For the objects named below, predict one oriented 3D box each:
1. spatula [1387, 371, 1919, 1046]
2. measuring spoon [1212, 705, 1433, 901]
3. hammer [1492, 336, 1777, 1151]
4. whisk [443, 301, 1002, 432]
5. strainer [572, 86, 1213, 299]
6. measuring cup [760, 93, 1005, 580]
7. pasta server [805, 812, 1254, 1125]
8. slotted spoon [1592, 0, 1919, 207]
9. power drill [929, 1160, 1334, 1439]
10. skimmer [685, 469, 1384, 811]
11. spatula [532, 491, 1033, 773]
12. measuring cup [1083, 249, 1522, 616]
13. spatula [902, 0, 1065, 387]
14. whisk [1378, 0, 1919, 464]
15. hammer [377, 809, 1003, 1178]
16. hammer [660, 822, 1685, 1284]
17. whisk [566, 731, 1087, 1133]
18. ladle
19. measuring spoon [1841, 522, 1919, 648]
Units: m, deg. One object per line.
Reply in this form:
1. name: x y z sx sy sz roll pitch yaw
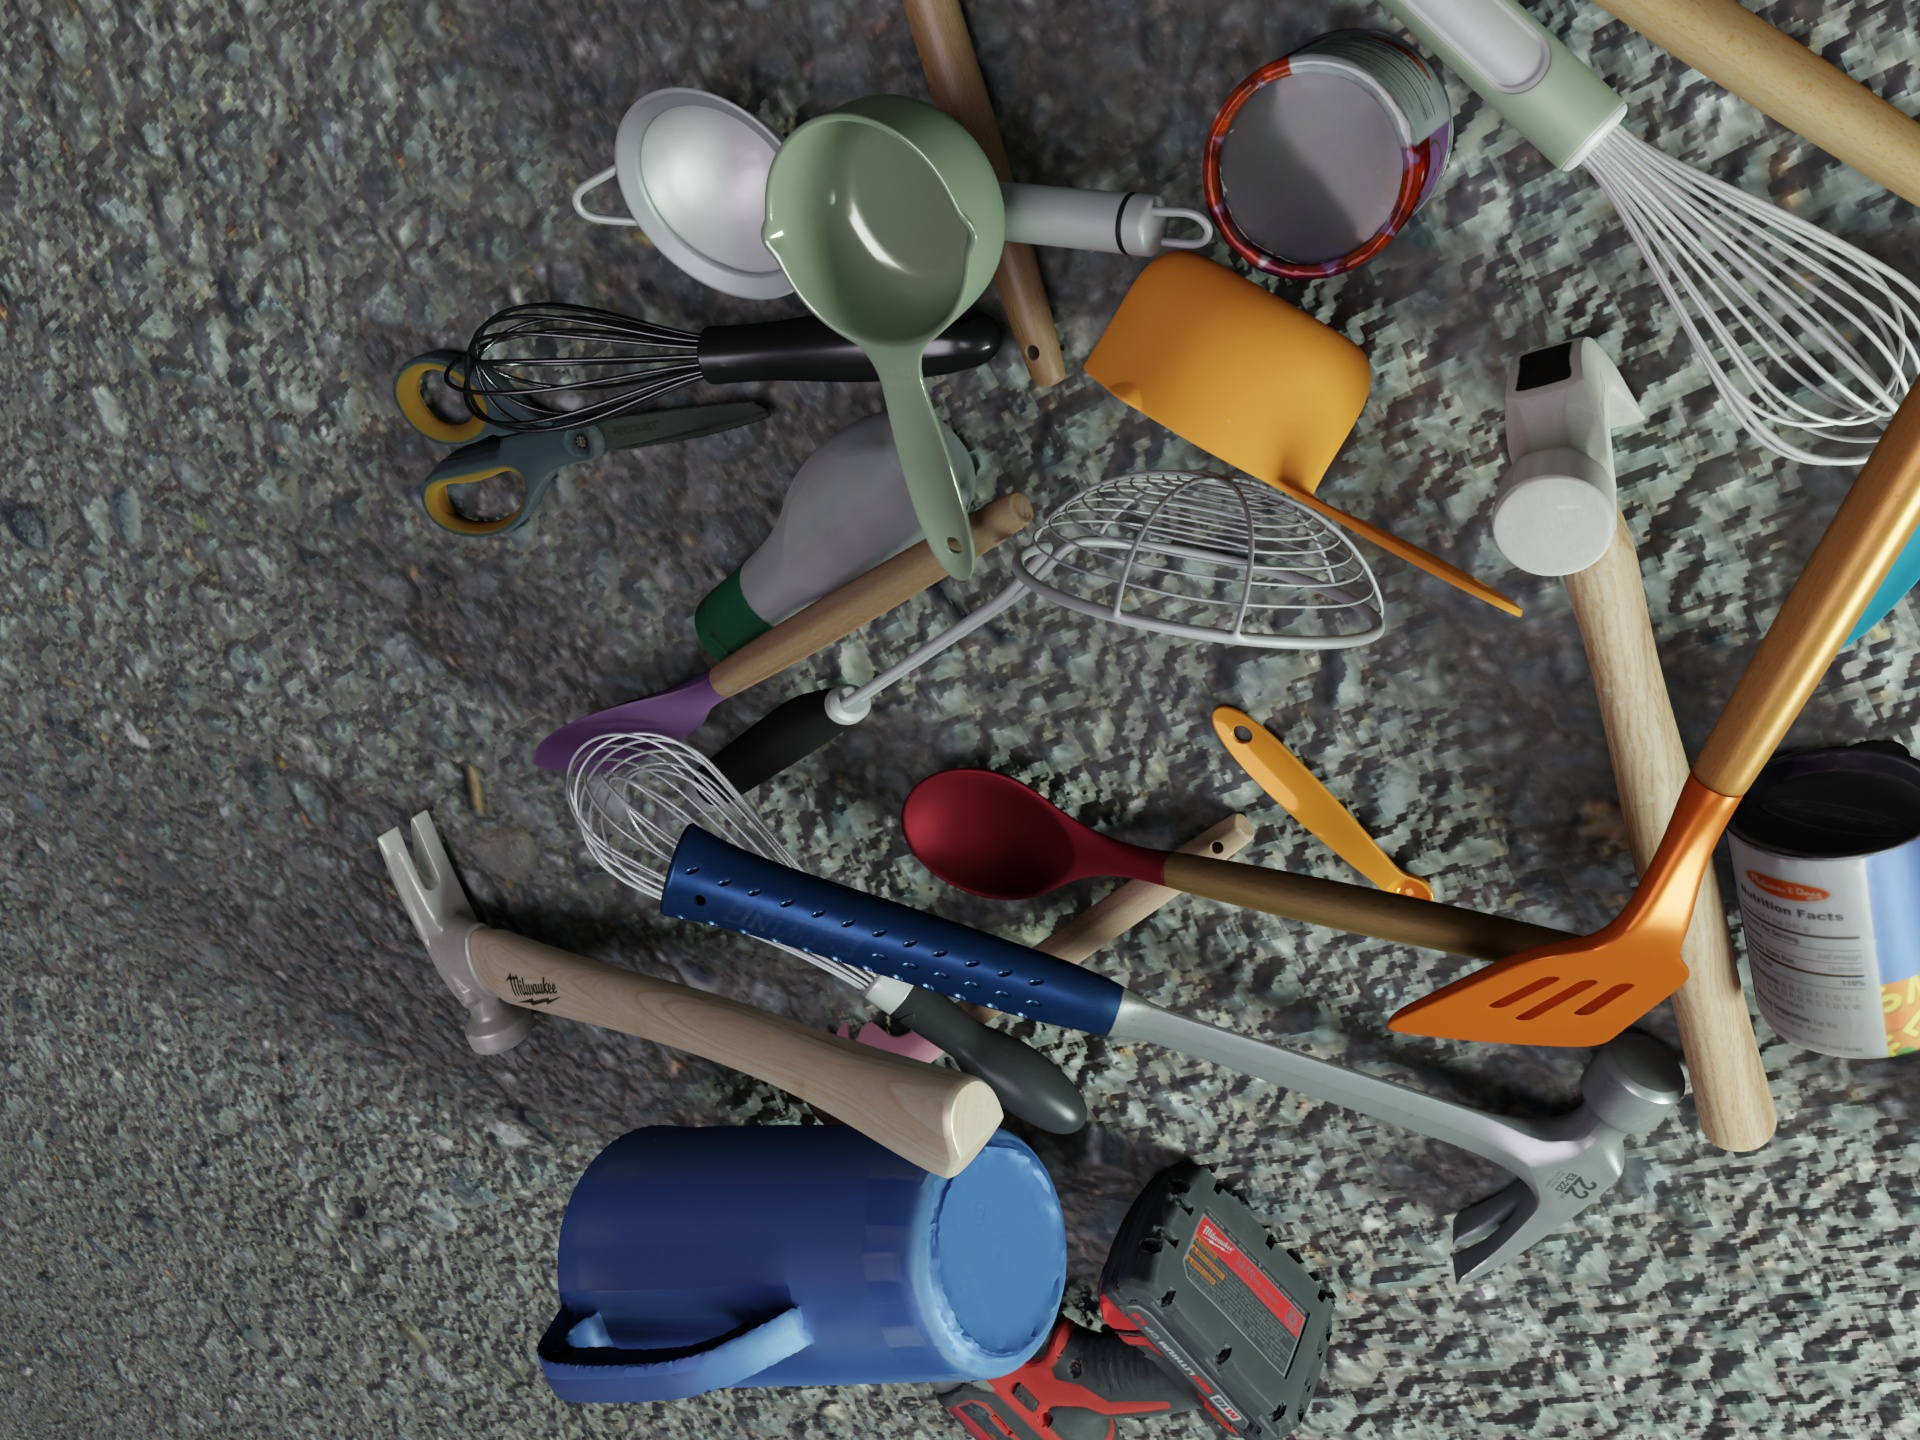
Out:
1. spatula: 0.212 -0.009 0.432 0.081 0.041 0.322 7 125 -12
2. measuring spoon: 0.146 0.035 0.639 0.117 0.011 0.021 44 129 2
3. hammer: 0.234 0.024 0.533 0.031 0.130 0.331 -9 124 29
4. whisk: -0.098 -0.144 0.628 0.239 0.055 0.055 1 119 19
5. strainer: -0.029 -0.182 0.556 0.258 0.050 0.086 16 145 30
6. measuring cup: -0.011 -0.126 0.536 0.083 0.038 0.167 9 132 32
7. pasta server: 0.020 0.124 0.749 0.060 0.040 0.316 46 124 -4
8. slotted spoon: 0.178 -0.219 0.449 0.314 0.070 0.031 33 173 0
9. power drill: 0.052 0.303 0.809 0.188 0.080 0.226 46 131 -4
10. skimmer: -0.001 -0.002 0.639 0.363 0.127 0.090 -29 77 44
11. spatula: -0.087 -0.026 0.668 0.316 0.059 0.018 -25 65 41
12. measuring cup: 0.116 -0.094 0.499 0.174 0.095 0.052 41 110 36
13. spatula: -0.024 -0.258 0.528 0.082 0.044 0.317 -4 118 36
14. whisk: 0.192 -0.166 0.469 0.246 0.059 0.058 45 112 3
15. hammer: -0.147 0.134 0.767 0.411 0.038 0.146 6 122 43
16. hammer: 0.073 0.129 0.661 0.405 0.035 0.144 18 128 1
17. whisk: -0.058 0.101 0.716 0.284 0.070 0.070 37 129 -5
18. ladle: 0.104 0.063 0.625 0.315 0.031 0.069 9 126 39
19. measuring spoon: 0.299 -0.072 0.491 0.042 0.021 0.128 11 135 -5
